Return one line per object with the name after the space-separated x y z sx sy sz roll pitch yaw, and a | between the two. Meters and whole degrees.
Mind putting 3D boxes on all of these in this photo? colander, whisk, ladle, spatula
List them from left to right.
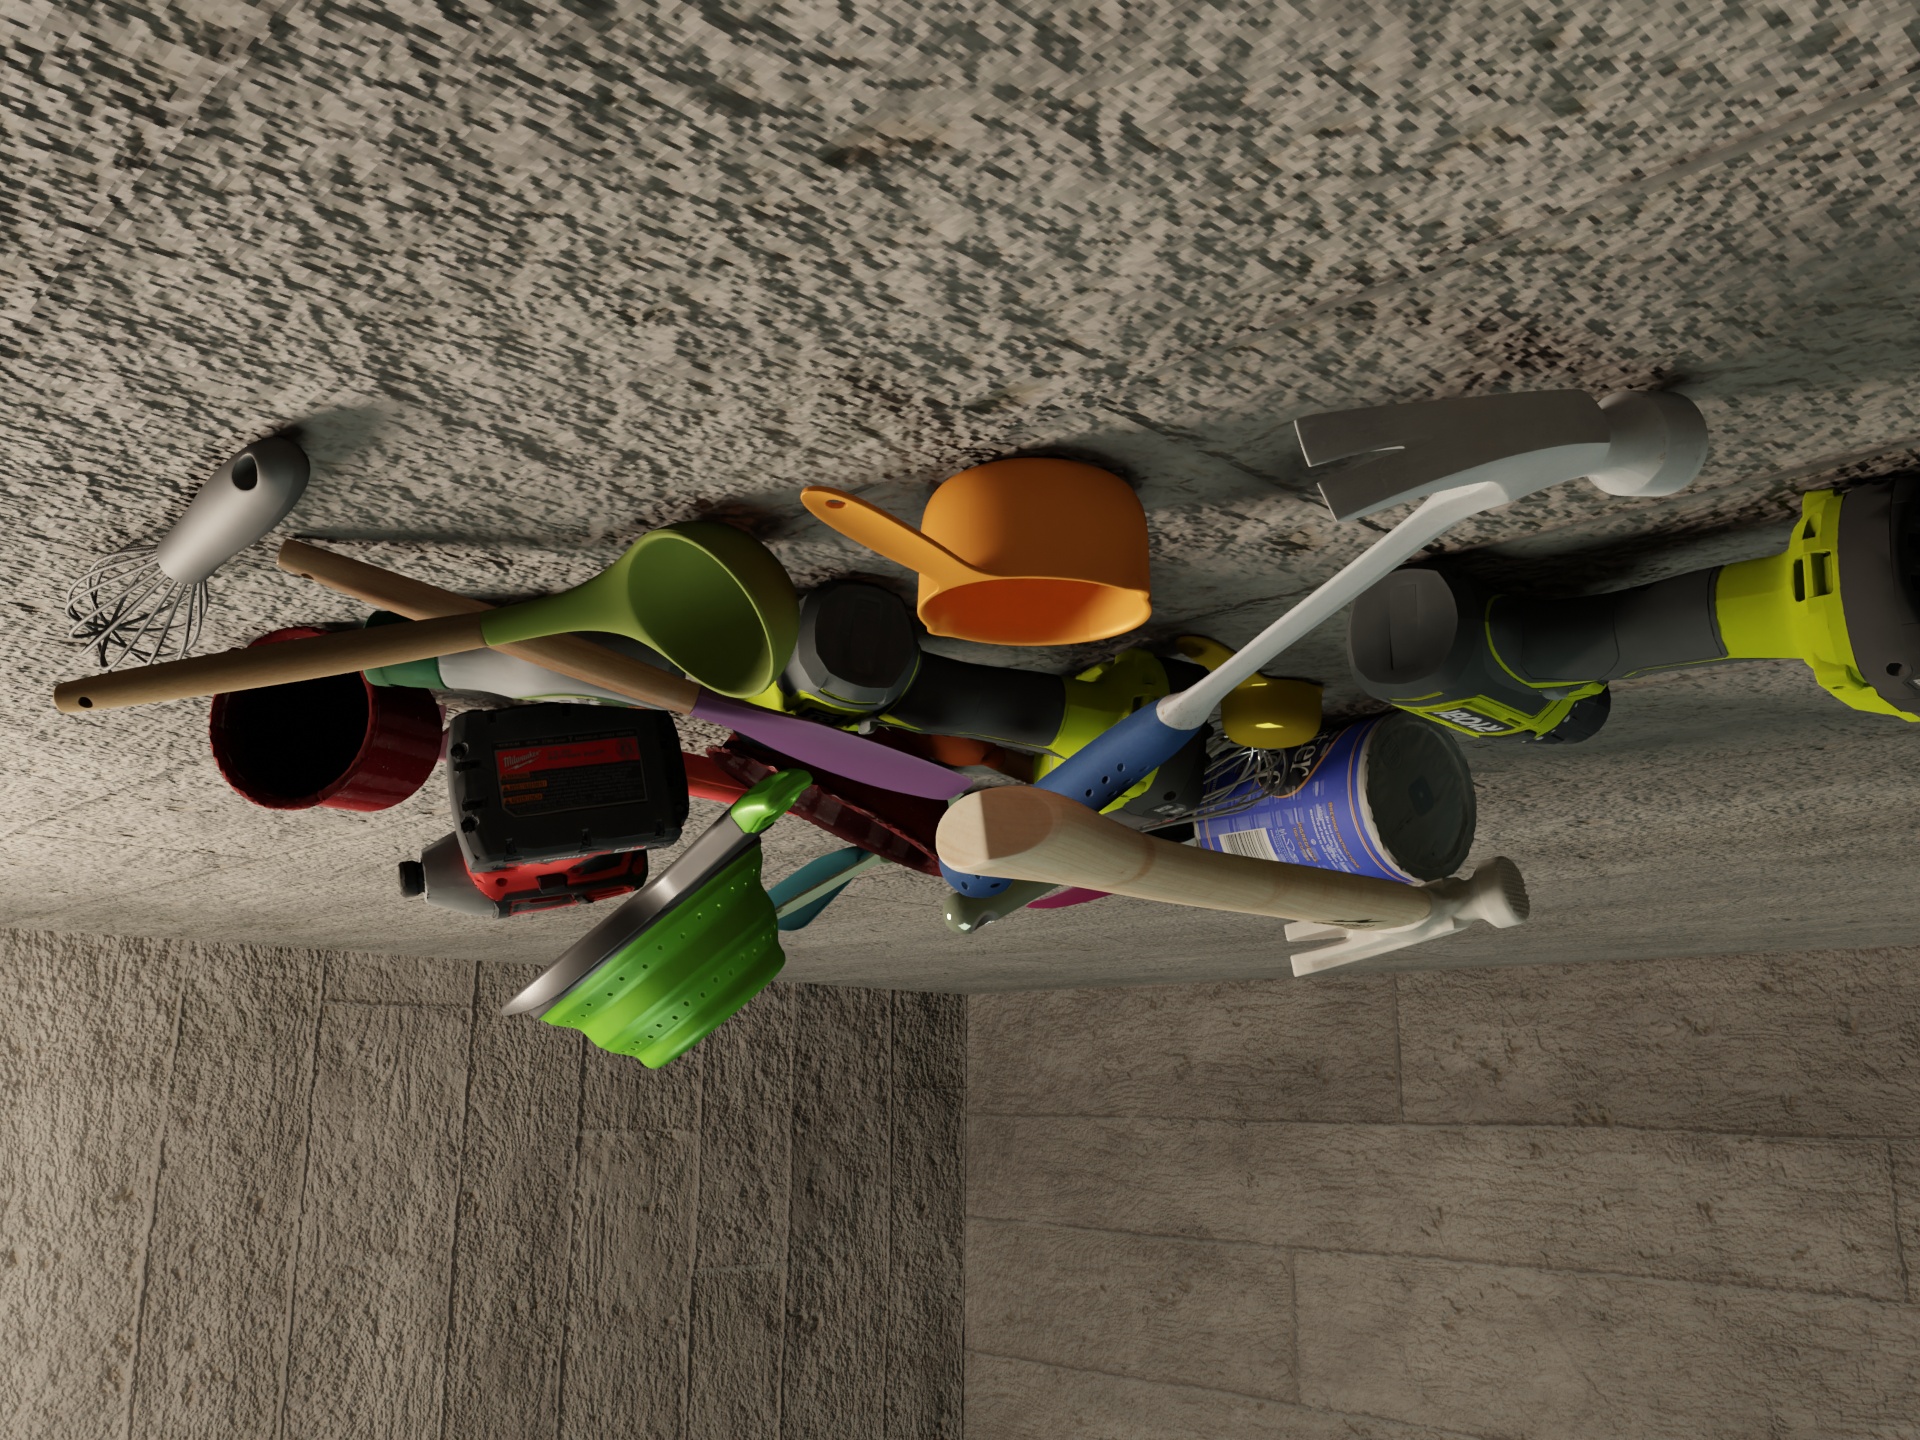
-0.310 -0.063 0.637 0.055 0.055 0.239 12 159 -39 | whisk
-0.223 -0.027 0.654 0.320 0.062 0.078 -9 125 4 | ladle
-0.143 -0.017 0.711 0.315 0.018 0.060 20 158 -16 | spatula
-0.145 0.125 0.937 0.204 0.094 0.397 -39 180 -32 | colander
-0.016 0.106 1.202 0.317 0.044 0.082 -7 -175 -37 | spatula
0.030 0.017 1.013 0.081 0.041 0.322 -5 170 21 | spatula
0.092 0.059 0.908 0.246 0.059 0.057 -26 153 -26 | whisk

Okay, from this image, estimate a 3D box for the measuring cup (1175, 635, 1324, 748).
0.150 -0.013 0.856 0.062 0.029 0.156 -7 164 30 | measuring cup

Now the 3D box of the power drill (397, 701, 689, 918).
-0.233 0.060 0.876 0.143 0.079 0.219 -6 164 -23 | power drill

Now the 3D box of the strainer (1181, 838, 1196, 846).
0.125 0.099 1.317 0.087 0.050 0.258 -11 178 -31 | strainer

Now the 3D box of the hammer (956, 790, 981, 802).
0.047 0.074 1.043 0.127 0.034 0.336 19 178 9 | hammer

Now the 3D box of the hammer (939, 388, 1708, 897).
0.089 -0.009 0.632 0.144 0.035 0.405 -6 159 -30 | hammer

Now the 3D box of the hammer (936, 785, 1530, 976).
0.128 0.082 0.777 0.146 0.038 0.410 -24 155 36 | hammer

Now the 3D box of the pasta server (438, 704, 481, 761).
-0.288 0.019 1.030 0.060 0.040 0.316 -5 170 22 | pasta server

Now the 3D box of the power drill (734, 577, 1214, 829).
-0.001 -0.003 0.805 0.223 0.080 0.171 13 162 -21 | power drill

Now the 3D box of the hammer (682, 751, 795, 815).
-0.145 0.052 1.088 0.143 0.038 0.386 -21 160 27 | hammer

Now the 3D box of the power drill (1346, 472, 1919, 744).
0.307 -0.031 0.679 0.228 0.080 0.190 -8 164 42 | power drill

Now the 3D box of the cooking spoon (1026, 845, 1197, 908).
0.197 0.084 1.092 0.319 0.017 0.068 -16 169 -9 | cooking spoon

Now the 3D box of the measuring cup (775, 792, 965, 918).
-0.073 0.084 1.095 0.167 0.038 0.083 -30 160 -19 | measuring cup

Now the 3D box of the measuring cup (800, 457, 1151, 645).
0.003 -0.073 0.566 0.095 0.052 0.173 -9 162 34 | measuring cup
